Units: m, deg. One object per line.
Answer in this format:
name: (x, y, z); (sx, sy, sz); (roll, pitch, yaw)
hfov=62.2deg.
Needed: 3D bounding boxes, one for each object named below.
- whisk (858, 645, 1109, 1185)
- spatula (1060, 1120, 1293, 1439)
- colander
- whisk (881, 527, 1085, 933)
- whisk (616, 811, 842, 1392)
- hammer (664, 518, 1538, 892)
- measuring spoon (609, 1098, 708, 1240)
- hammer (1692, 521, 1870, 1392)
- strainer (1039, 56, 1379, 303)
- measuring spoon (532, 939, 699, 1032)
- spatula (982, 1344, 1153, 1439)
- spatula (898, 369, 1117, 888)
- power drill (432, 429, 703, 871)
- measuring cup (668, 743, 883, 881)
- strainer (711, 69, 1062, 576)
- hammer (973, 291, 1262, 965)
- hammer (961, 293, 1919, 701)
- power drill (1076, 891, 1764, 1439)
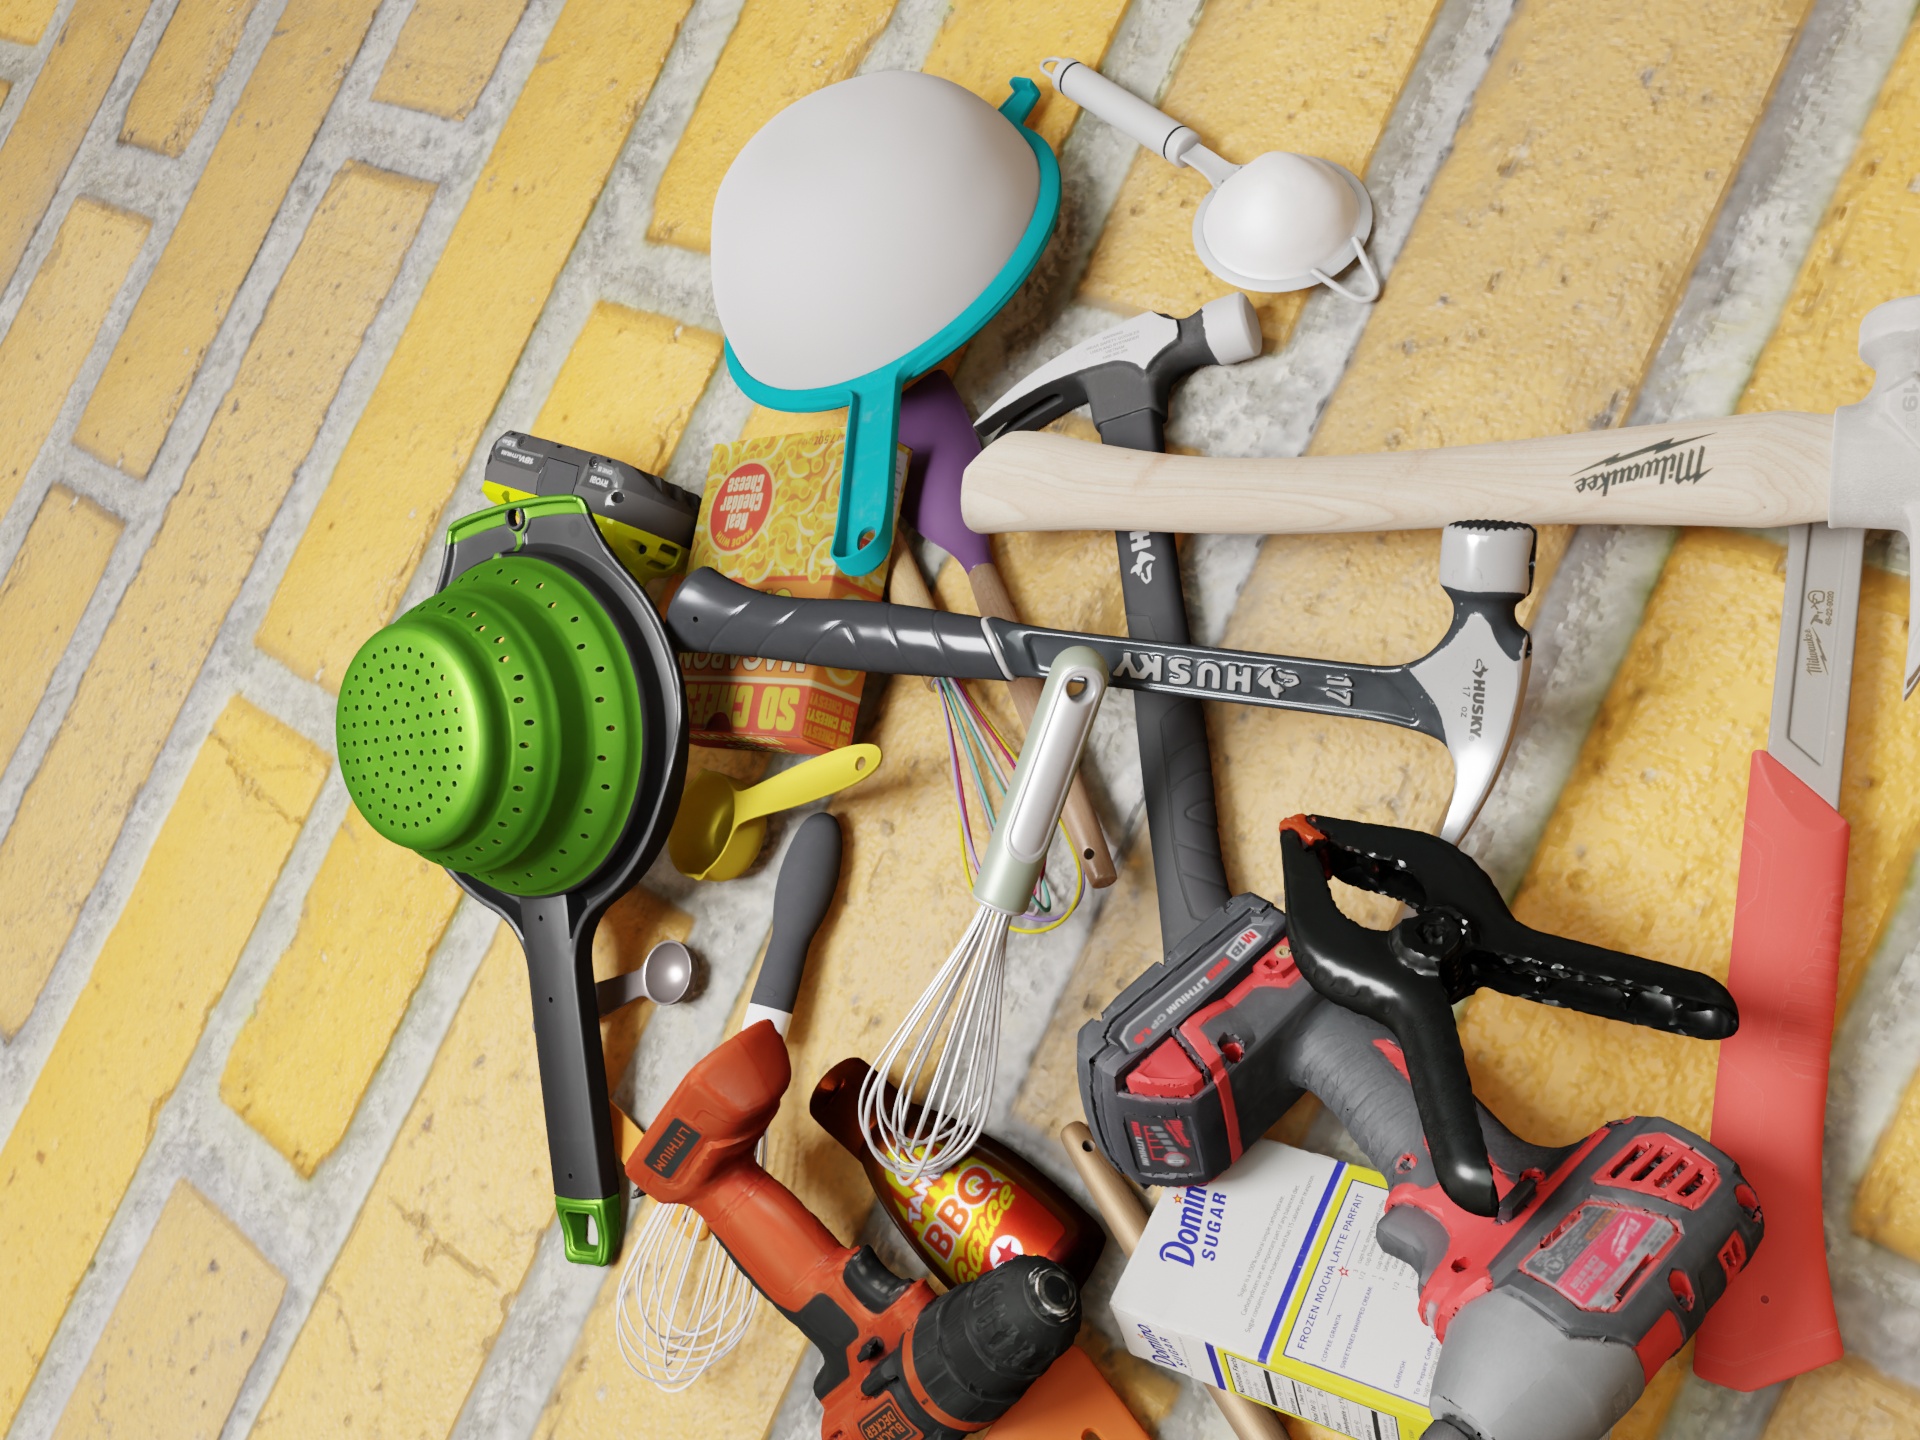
whisk: (0.014, 0.085, 0.677); (0.059, 0.057, 0.246); (-129, 57, -75)
spatula: (0.127, 0.281, 0.617); (0.082, 0.044, 0.318); (-18, 51, -24)
colander: (-0.232, 0.086, 0.793); (0.204, 0.094, 0.397); (-6, 90, 33)
whisk: (-0.003, -0.002, 0.786); (0.047, 0.051, 0.245); (-37, 57, 22)
whisk: (-0.103, 0.181, 0.780); (0.070, 0.070, 0.285); (7, 74, 31)
hammer: (0.037, -0.025, 0.704); (0.409, 0.036, 0.149); (8, 105, 28)
measuring spoon: (-0.165, 0.225, 0.827); (0.117, 0.011, 0.021); (42, 97, 29)
hammer: (0.301, 0.060, 0.597); (0.149, 0.036, 0.359); (5, 77, 31)
strainer: (0.117, -0.289, 0.807); (0.087, 0.050, 0.259); (-38, 55, -7)
measuring spoon: (-0.186, 0.150, 0.861); (0.124, 0.018, 0.034); (-24, 64, 29)
spatula: (0.142, 0.365, 0.589); (0.323, 0.041, 0.081); (29, 64, 31)
spatula: (0.017, -0.054, 0.798); (0.060, 0.018, 0.316); (-33, 57, 19)
power drill: (-0.250, -0.042, 0.915); (0.191, 0.080, 0.228); (19, 90, 32)
measuring cup: (-0.089, 0.043, 0.810); (0.156, 0.029, 0.062); (-21, 60, 36)
strainer: (-0.060, -0.220, 0.794); (0.211, 0.095, 0.341); (-19, 47, 23)
hammer: (0.089, -0.035, 0.748); (0.146, 0.035, 0.335); (-14, 69, 25)
hammer: (0.183, -0.088, 0.669); (0.411, 0.038, 0.146); (3, 77, 30)
power drill: (0.151, 0.165, 0.576); (0.143, 0.078, 0.220); (-37, 42, -23)
